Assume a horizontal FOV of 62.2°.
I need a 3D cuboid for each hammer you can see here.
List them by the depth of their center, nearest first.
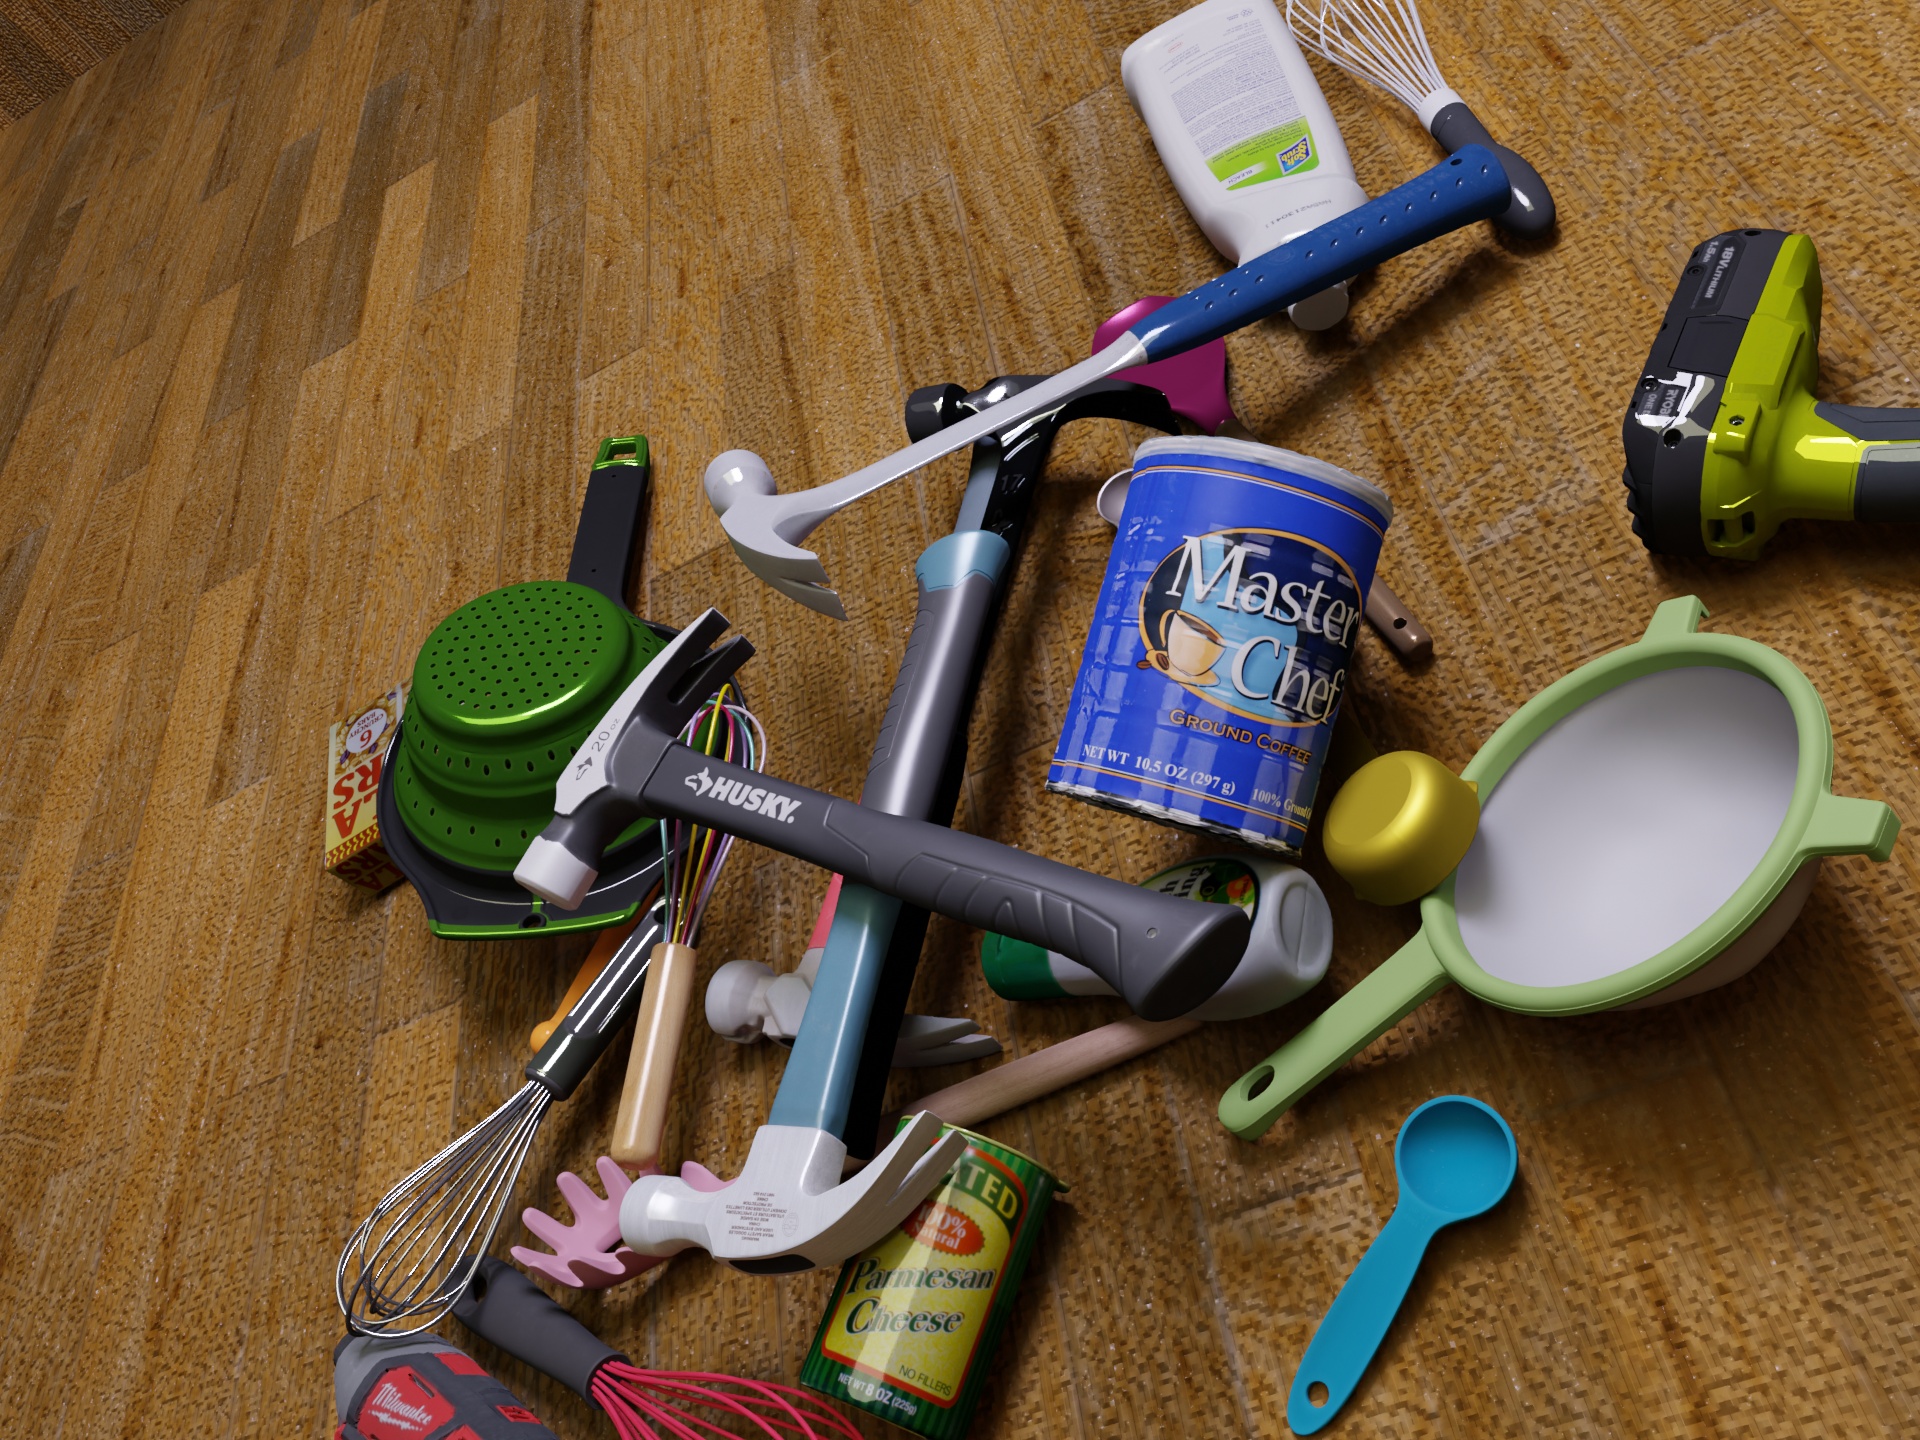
[{"bbox_3d":[-0.037,0.043,0.620,0.335,0.035,0.146,14,67,40],"label":"hammer"},{"bbox_3d":[-0.034,0.059,0.654,0.128,0.033,0.331,-4,56,31],"label":"hammer"},{"bbox_3d":[-0.001,-0.002,0.726,0.149,0.036,0.409,-1,58,28],"label":"hammer"},{"bbox_3d":[0.076,-0.168,0.749,0.405,0.035,0.144,-27,36,-4],"label":"hammer"},{"bbox_3d":[0.000,-0.018,0.785,0.143,0.038,0.387,0,57,32],"label":"hammer"}]

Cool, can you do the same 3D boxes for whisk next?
[{"bbox_3d":[-0.130,0.273,0.641,0.296,0.073,0.073,8,62,45],"label":"whisk"},{"bbox_3d":[-0.199,0.176,0.741,0.058,0.059,0.246,24,57,17],"label":"whisk"},{"bbox_3d":[-0.131,0.087,0.746,0.047,0.051,0.245,-40,36,49],"label":"whisk"},{"bbox_3d":[0.246,-0.344,0.860,0.070,0.070,0.285,-28,51,13],"label":"whisk"}]

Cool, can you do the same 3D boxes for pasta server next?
[{"bbox_3d":[-0.047,0.175,0.670,0.316,0.040,0.060,-25,25,14],"label":"pasta server"}]

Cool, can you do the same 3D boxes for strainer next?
[{"bbox_3d":[0.203,0.083,0.563,0.256,0.069,0.152,-45,22,22],"label":"strainer"}]

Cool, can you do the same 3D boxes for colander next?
[{"bbox_3d":[-0.220,-0.065,0.888,0.204,0.094,0.398,-5,46,3],"label":"colander"}]

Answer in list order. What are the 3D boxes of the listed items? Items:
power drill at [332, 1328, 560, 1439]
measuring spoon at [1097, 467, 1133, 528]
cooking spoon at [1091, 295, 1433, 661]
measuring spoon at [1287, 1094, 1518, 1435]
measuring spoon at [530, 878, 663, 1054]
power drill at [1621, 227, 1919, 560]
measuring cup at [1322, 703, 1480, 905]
[{"bbox_3d":[-0.266,0.362,0.649,0.143,0.078,0.220,17,65,40],"label":"power drill"},{"bbox_3d":[0.090,-0.072,0.787,0.034,0.018,0.124,-17,56,22],"label":"measuring spoon"},{"bbox_3d":[0.144,-0.130,0.788,0.069,0.017,0.319,-32,45,4],"label":"cooking spoon"},{"bbox_3d":[0.151,0.190,0.548,0.042,0.021,0.128,28,85,44],"label":"measuring spoon"},{"bbox_3d":[-0.187,0.120,0.821,0.021,0.011,0.117,15,67,40],"label":"measuring spoon"},{"bbox_3d":[0.385,-0.123,0.586,0.229,0.080,0.191,14,66,36],"label":"power drill"},{"bbox_3d":[0.153,0.016,0.632,0.062,0.029,0.157,-47,24,14],"label":"measuring cup"}]
